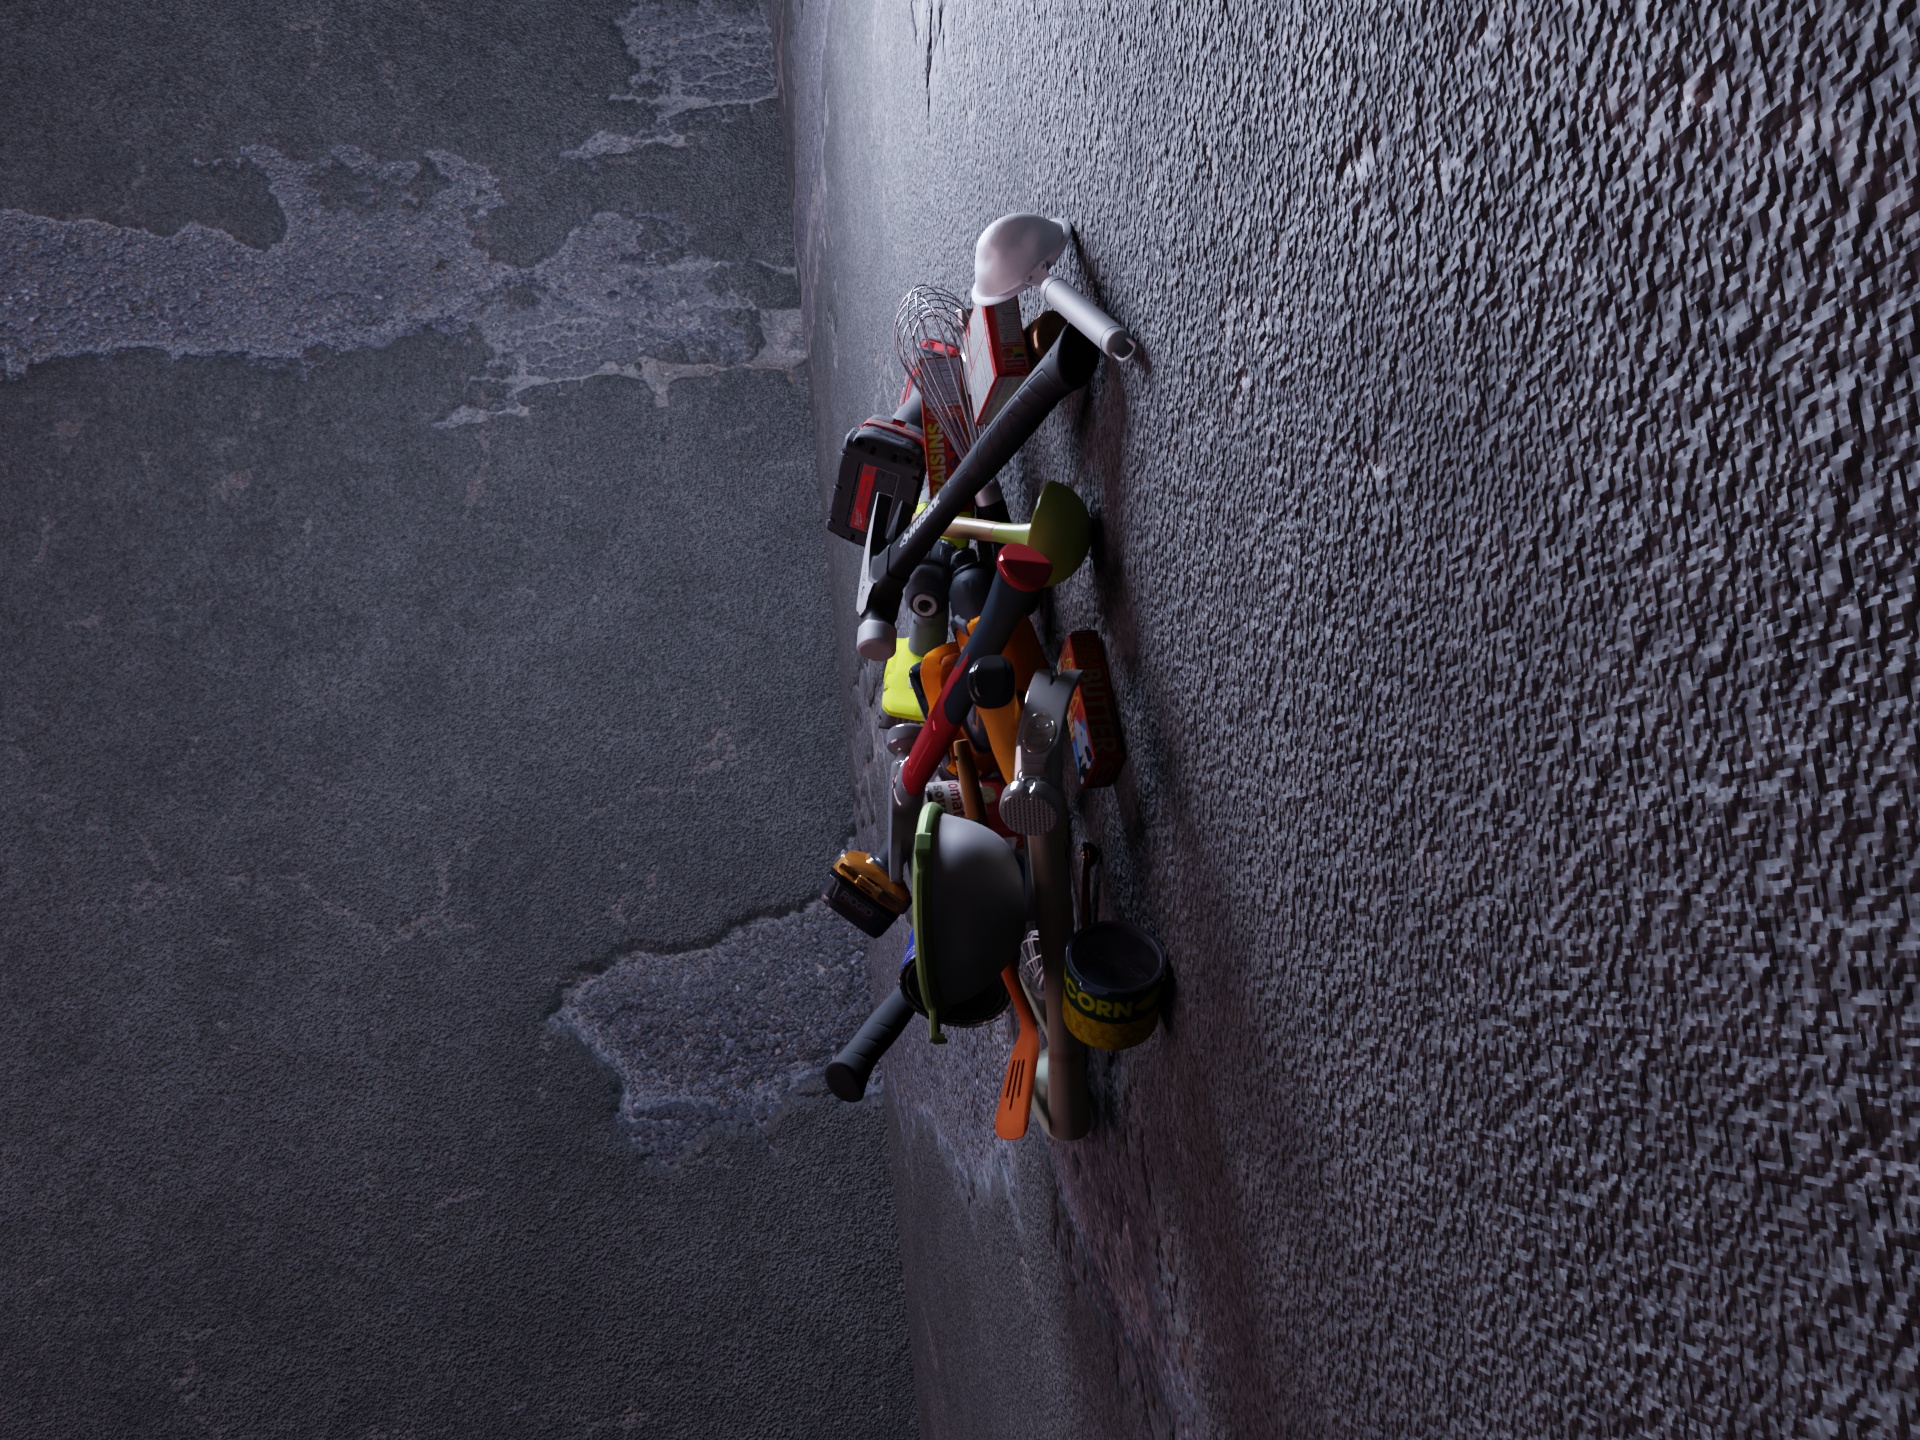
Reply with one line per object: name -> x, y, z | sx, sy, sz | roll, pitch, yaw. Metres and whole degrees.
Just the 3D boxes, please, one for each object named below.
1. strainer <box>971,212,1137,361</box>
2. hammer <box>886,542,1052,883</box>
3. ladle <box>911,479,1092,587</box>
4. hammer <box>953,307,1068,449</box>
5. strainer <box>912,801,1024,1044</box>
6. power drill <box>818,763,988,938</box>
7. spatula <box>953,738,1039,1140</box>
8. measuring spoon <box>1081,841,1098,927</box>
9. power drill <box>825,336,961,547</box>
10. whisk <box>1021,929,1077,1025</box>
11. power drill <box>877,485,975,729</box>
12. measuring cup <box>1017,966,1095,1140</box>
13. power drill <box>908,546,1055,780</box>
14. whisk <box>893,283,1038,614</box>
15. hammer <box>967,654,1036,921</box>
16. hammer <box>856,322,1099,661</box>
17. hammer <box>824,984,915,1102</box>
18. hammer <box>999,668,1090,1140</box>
strainer -> 0.061, -0.295, 1.073 | 0.050, 0.087, 0.259 | 43, -171, -39
hammer -> -0.002, -0.004, 1.214 | 0.386, 0.038, 0.143 | 119, 153, -60
ladle -> 0.008, -0.152, 1.246 | 0.320, 0.062, 0.078 | 20, 97, 62
hammer -> 0.038, -0.292, 1.303 | 0.331, 0.031, 0.130 | -147, 52, -78
strainer -> 0.017, 0.119, 1.163 | 0.256, 0.069, 0.151 | -62, -31, -74
power drill -> -0.040, 0.098, 1.570 | 0.226, 0.084, 0.185 | -54, -2, -1
spatula -> 0.025, 0.173, 1.291 | 0.081, 0.041, 0.323 | 139, 121, -70
measuring spoon -> 0.102, 0.141, 1.237 | 0.021, 0.011, 0.116 | -108, 12, -53
power drill -> -0.052, -0.259, 1.517 | 0.220, 0.078, 0.143 | -67, -4, -49
whisk -> 0.073, 0.226, 1.375 | 0.059, 0.058, 0.246 | -62, -8, -23
power drill -> -0.032, -0.096, 1.576 | 0.191, 0.080, 0.228 | -81, -1, -53
measuring cup -> 0.059, 0.271, 1.319 | 0.167, 0.038, 0.083 | 65, 168, -4
power drill -> 0.017, -0.044, 1.364 | 0.226, 0.084, 0.164 | 124, 127, -72
whisk -> 0.012, -0.215, 1.294 | 0.070, 0.070, 0.284 | -123, 13, -71
hammer -> 0.043, 0.045, 1.171 | 0.336, 0.034, 0.127 | 69, -162, -66
hammer -> 0.005, -0.184, 1.191 | 0.334, 0.035, 0.146 | -44, 36, 50
hammer -> -0.038, 0.241, 1.480 | 0.409, 0.036, 0.149 | -39, -59, -67
hammer -> 0.072, 0.156, 1.149 | 0.146, 0.038, 0.410 | -74, -17, -48
